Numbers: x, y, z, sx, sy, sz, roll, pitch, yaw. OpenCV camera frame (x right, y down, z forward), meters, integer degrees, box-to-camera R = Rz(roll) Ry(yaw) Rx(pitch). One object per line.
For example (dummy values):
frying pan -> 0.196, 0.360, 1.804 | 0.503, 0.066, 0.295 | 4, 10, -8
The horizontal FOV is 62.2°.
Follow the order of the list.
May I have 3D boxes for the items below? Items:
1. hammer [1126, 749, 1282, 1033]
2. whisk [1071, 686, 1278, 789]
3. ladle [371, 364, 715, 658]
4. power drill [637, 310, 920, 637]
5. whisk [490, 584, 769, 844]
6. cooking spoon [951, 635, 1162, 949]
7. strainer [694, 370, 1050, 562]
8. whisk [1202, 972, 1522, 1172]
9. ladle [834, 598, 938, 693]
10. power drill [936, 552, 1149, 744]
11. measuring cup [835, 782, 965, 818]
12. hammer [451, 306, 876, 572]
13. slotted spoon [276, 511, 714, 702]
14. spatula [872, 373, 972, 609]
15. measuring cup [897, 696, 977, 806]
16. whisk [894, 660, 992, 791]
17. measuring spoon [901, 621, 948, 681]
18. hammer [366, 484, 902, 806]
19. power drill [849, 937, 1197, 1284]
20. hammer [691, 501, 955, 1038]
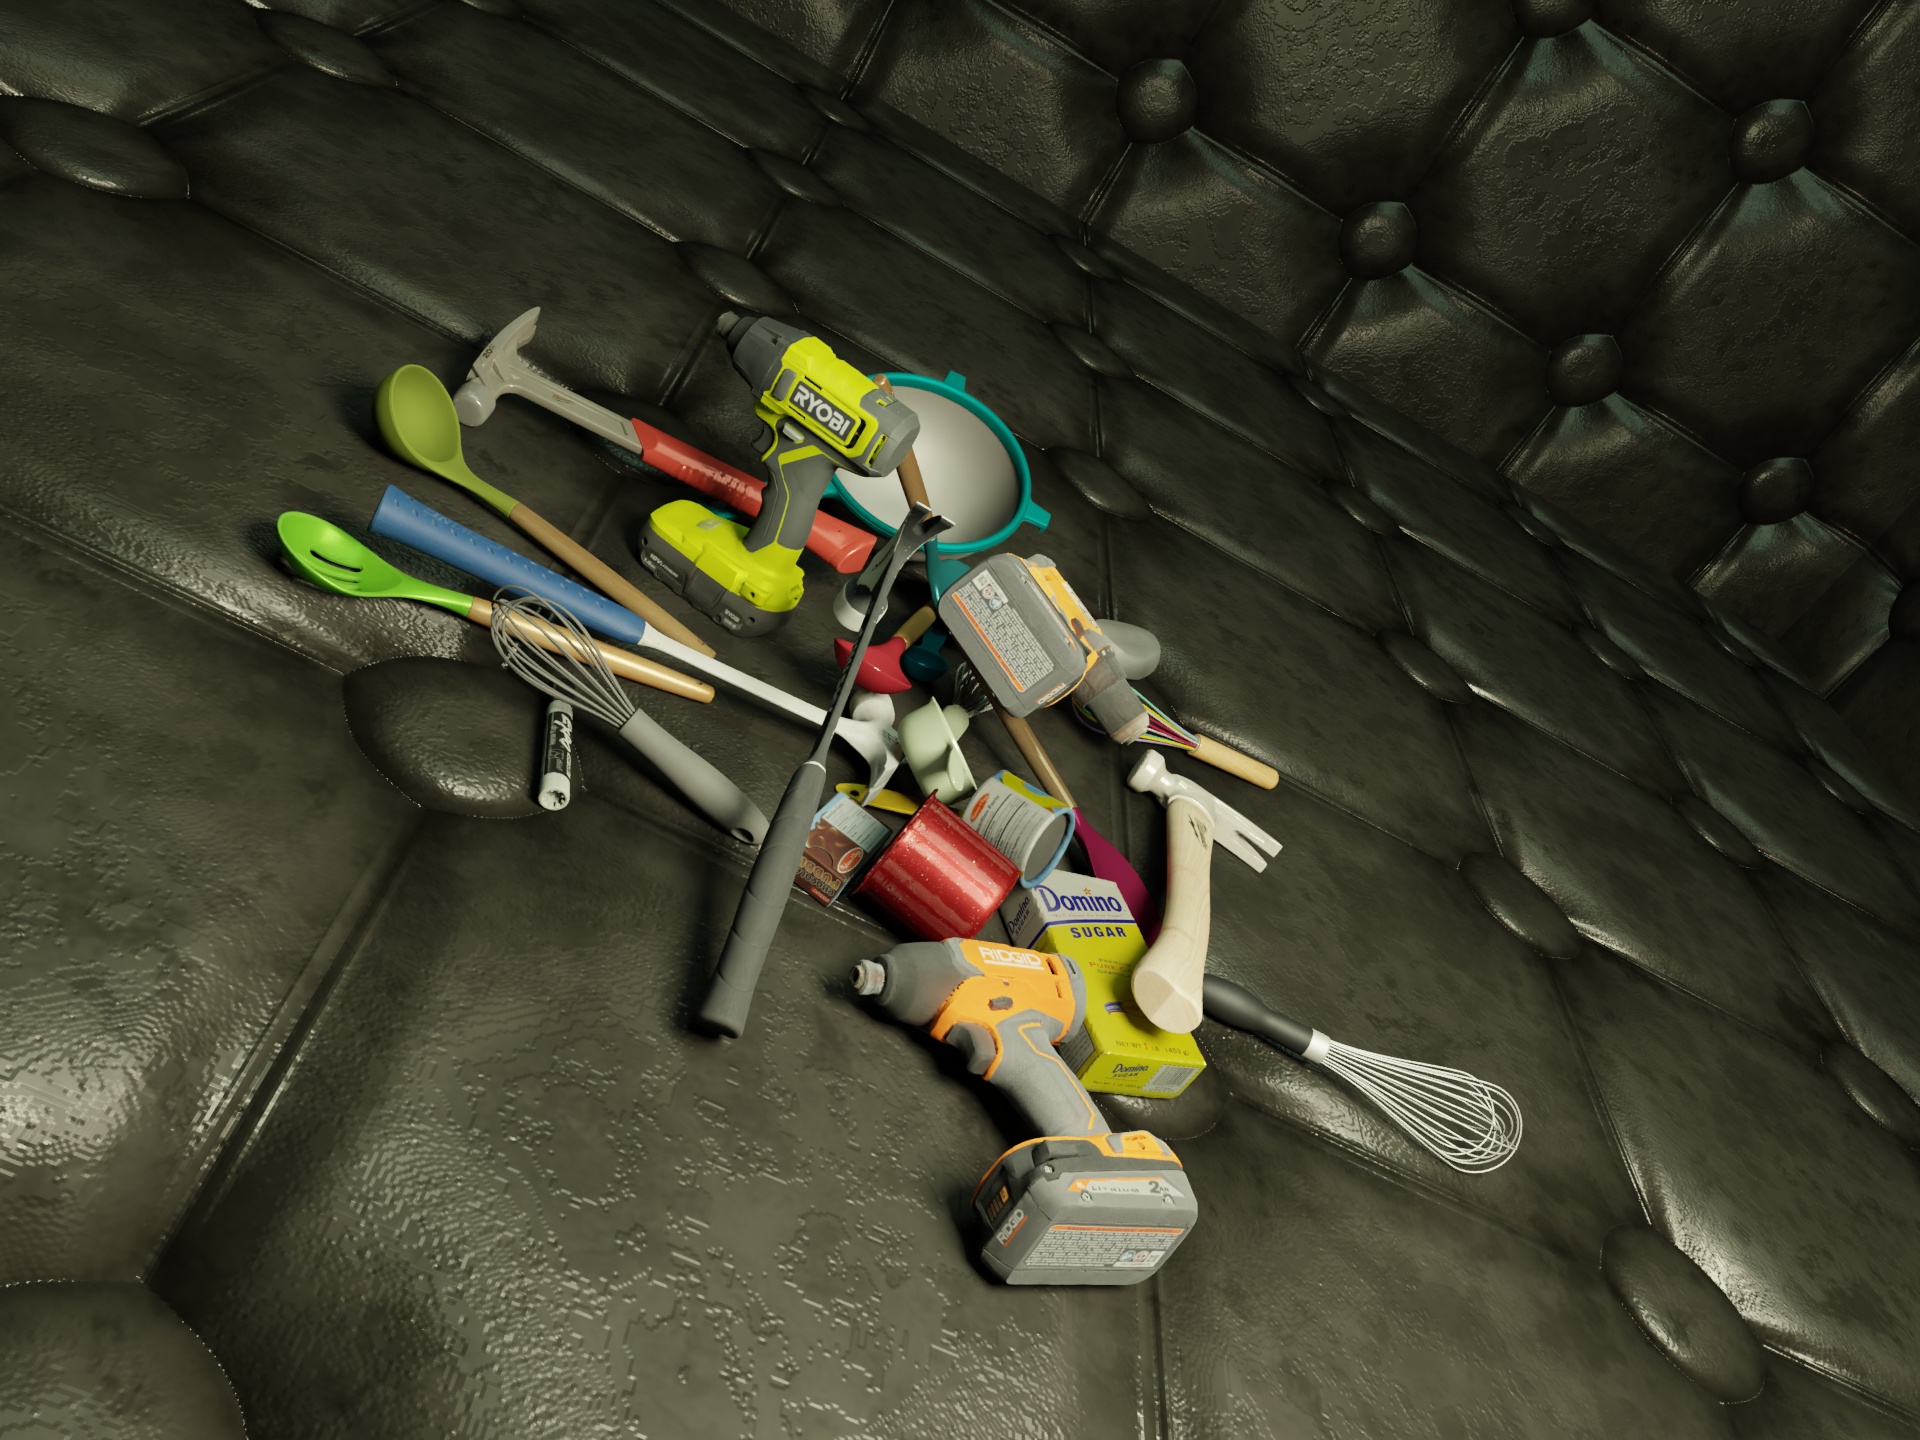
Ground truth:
hammer -> 0.182, 0.136, 1.220 | 0.146, 0.038, 0.411 | 35, 20, -2
whisk -> 0.203, 0.011, 1.489 | 0.244, 0.051, 0.047 | 24, 24, -25
ladle -> -0.309, -0.151, 1.194 | 0.320, 0.062, 0.078 | 37, 25, 0
power drill -> -0.154, -0.192, 1.238 | 0.171, 0.223, 0.080 | 37, 28, 4
whisk -> -0.215, -0.001, 1.042 | 0.239, 0.055, 0.055 | 43, 27, -10
cooking spoon -> 0.074, 0.052, 1.266 | 0.068, 0.017, 0.319 | 0, 54, -56
strainer -> -0.098, -0.204, 1.473 | 0.340, 0.095, 0.211 | -18, 68, -30
whisk -> 0.294, 0.260, 1.196 | 0.284, 0.070, 0.070 | 27, 29, -3
ladle -> -0.047, -0.071, 1.327 | 0.069, 0.031, 0.315 | 34, 18, 1
power drill -> 0.079, -0.054, 1.326 | 0.185, 0.084, 0.226 | 55, 15, 6
measuring cup -> -0.020, 0.078, 1.183 | 0.156, 0.029, 0.062 | 15, 32, -10
hammer -> -0.236, -0.226, 1.346 | 0.359, 0.036, 0.149 | 26, 44, -6
slotted spoon -> -0.313, -0.067, 1.092 | 0.313, 0.031, 0.070 | 21, 28, -26
spatula -> -0.021, -0.173, 1.335 | 0.044, 0.317, 0.082 | 9, 60, 19
measuring cup -> -0.018, 0.034, 1.122 | 0.167, 0.038, 0.083 | -91, 156, -81
whisk -> -0.002, -0.004, 1.302 | 0.058, 0.059, 0.246 | 3, 26, 20
measuring spoon -> -0.028, -0.059, 1.390 | 0.042, 0.021, 0.129 | 22, 20, -2
hammer -> -0.215, -0.055, 1.119 | 0.405, 0.035, 0.144 | 26, 21, -22
power drill -> 0.029, 0.221, 0.954 | 0.164, 0.084, 0.227 | 13, 31, -32
hammer -> -0.089, 0.023, 1.016 | 0.036, 0.149, 0.409 | 28, 49, -13
